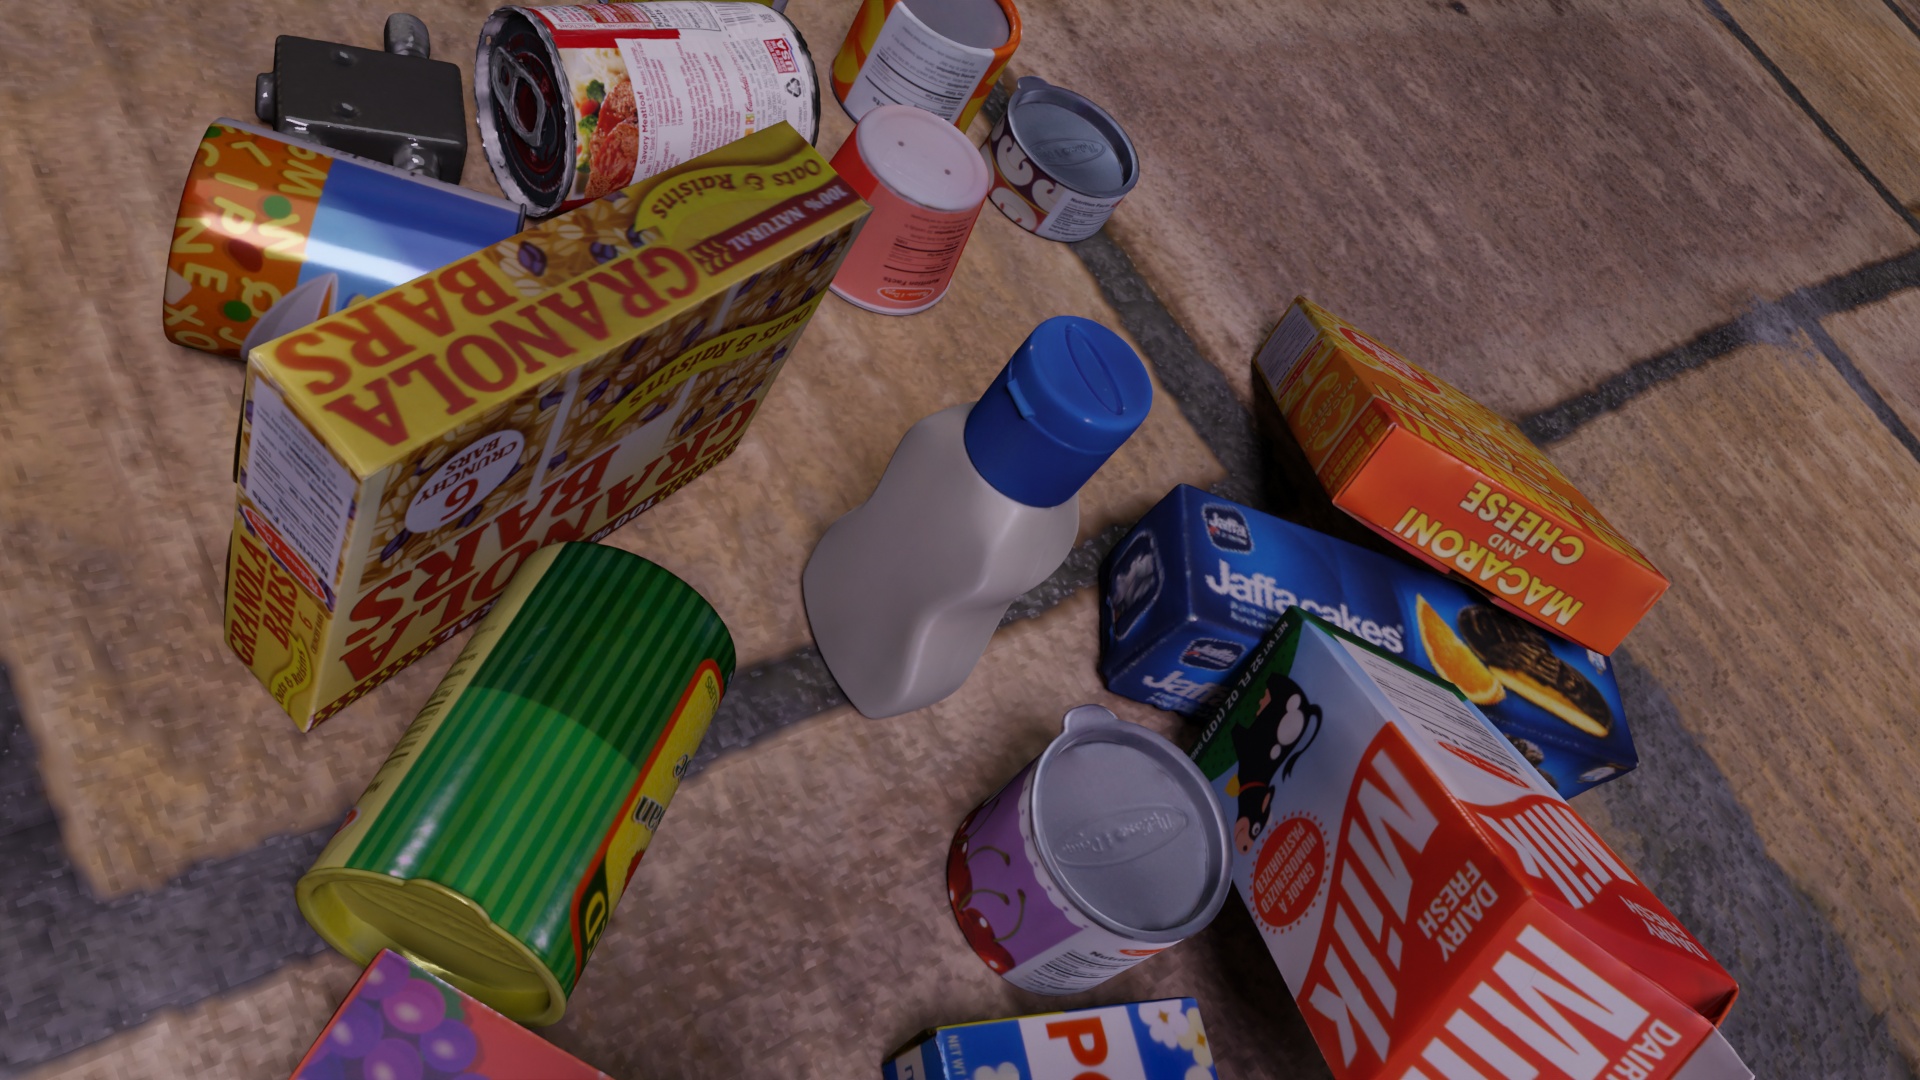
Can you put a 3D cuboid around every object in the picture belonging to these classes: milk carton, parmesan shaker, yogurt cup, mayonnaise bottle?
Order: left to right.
[{"bbox_3d":[-0.104,0.057,0.346,0.071,0.071,0.103,30,48,-9],"label":"parmesan shaker"},{"bbox_3d":[-0.024,-0.129,0.535,0.072,0.053,0.073,15,53,-21],"label":"yogurt cup"},{"bbox_3d":[0.001,-0.005,0.400,0.041,0.147,0.065,-11,65,-36],"label":"mayonnaise bottle"},{"bbox_3d":[0.132,0.100,0.379,0.073,0.072,0.191,25,17,-19],"label":"milk carton"}]

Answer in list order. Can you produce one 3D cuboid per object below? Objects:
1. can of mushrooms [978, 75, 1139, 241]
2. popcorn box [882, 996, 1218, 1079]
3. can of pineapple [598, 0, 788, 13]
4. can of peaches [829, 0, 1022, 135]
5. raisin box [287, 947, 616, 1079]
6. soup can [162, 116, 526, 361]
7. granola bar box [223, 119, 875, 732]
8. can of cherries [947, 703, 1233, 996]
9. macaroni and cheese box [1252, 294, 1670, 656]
[{"bbox_3d":[0.042,-0.169,0.615,0.071,0.033,0.071,15,53,-21],"label":"can of mushrooms"},{"bbox_3d":[0.035,0.188,0.358,0.085,0.038,0.127,4,57,-29],"label":"popcorn box"},{"bbox_3d":[-0.103,-0.223,0.551,0.071,0.057,0.071,15,53,-21],"label":"can of pineapple"},{"bbox_3d":[-0.015,-0.212,0.595,0.071,0.057,0.071,15,53,-21],"label":"can of peaches"},{"bbox_3d":[-0.099,0.158,0.300,0.123,0.040,0.086,34,49,-8],"label":"raisin box"},{"bbox_3d":[-0.176,-0.075,0.401,0.084,0.071,0.072,13,53,-22],"label":"soup can"},{"bbox_3d":[-0.109,-0.034,0.371,0.039,0.123,0.166,45,48,5],"label":"granola bar box"},{"bbox_3d":[0.037,0.093,0.413,0.071,0.058,0.072,15,53,-20],"label":"can of cherries"},{"bbox_3d":[0.191,-0.032,0.559,0.124,0.040,0.167,28,23,-11],"label":"macaroni and cheese box"}]
